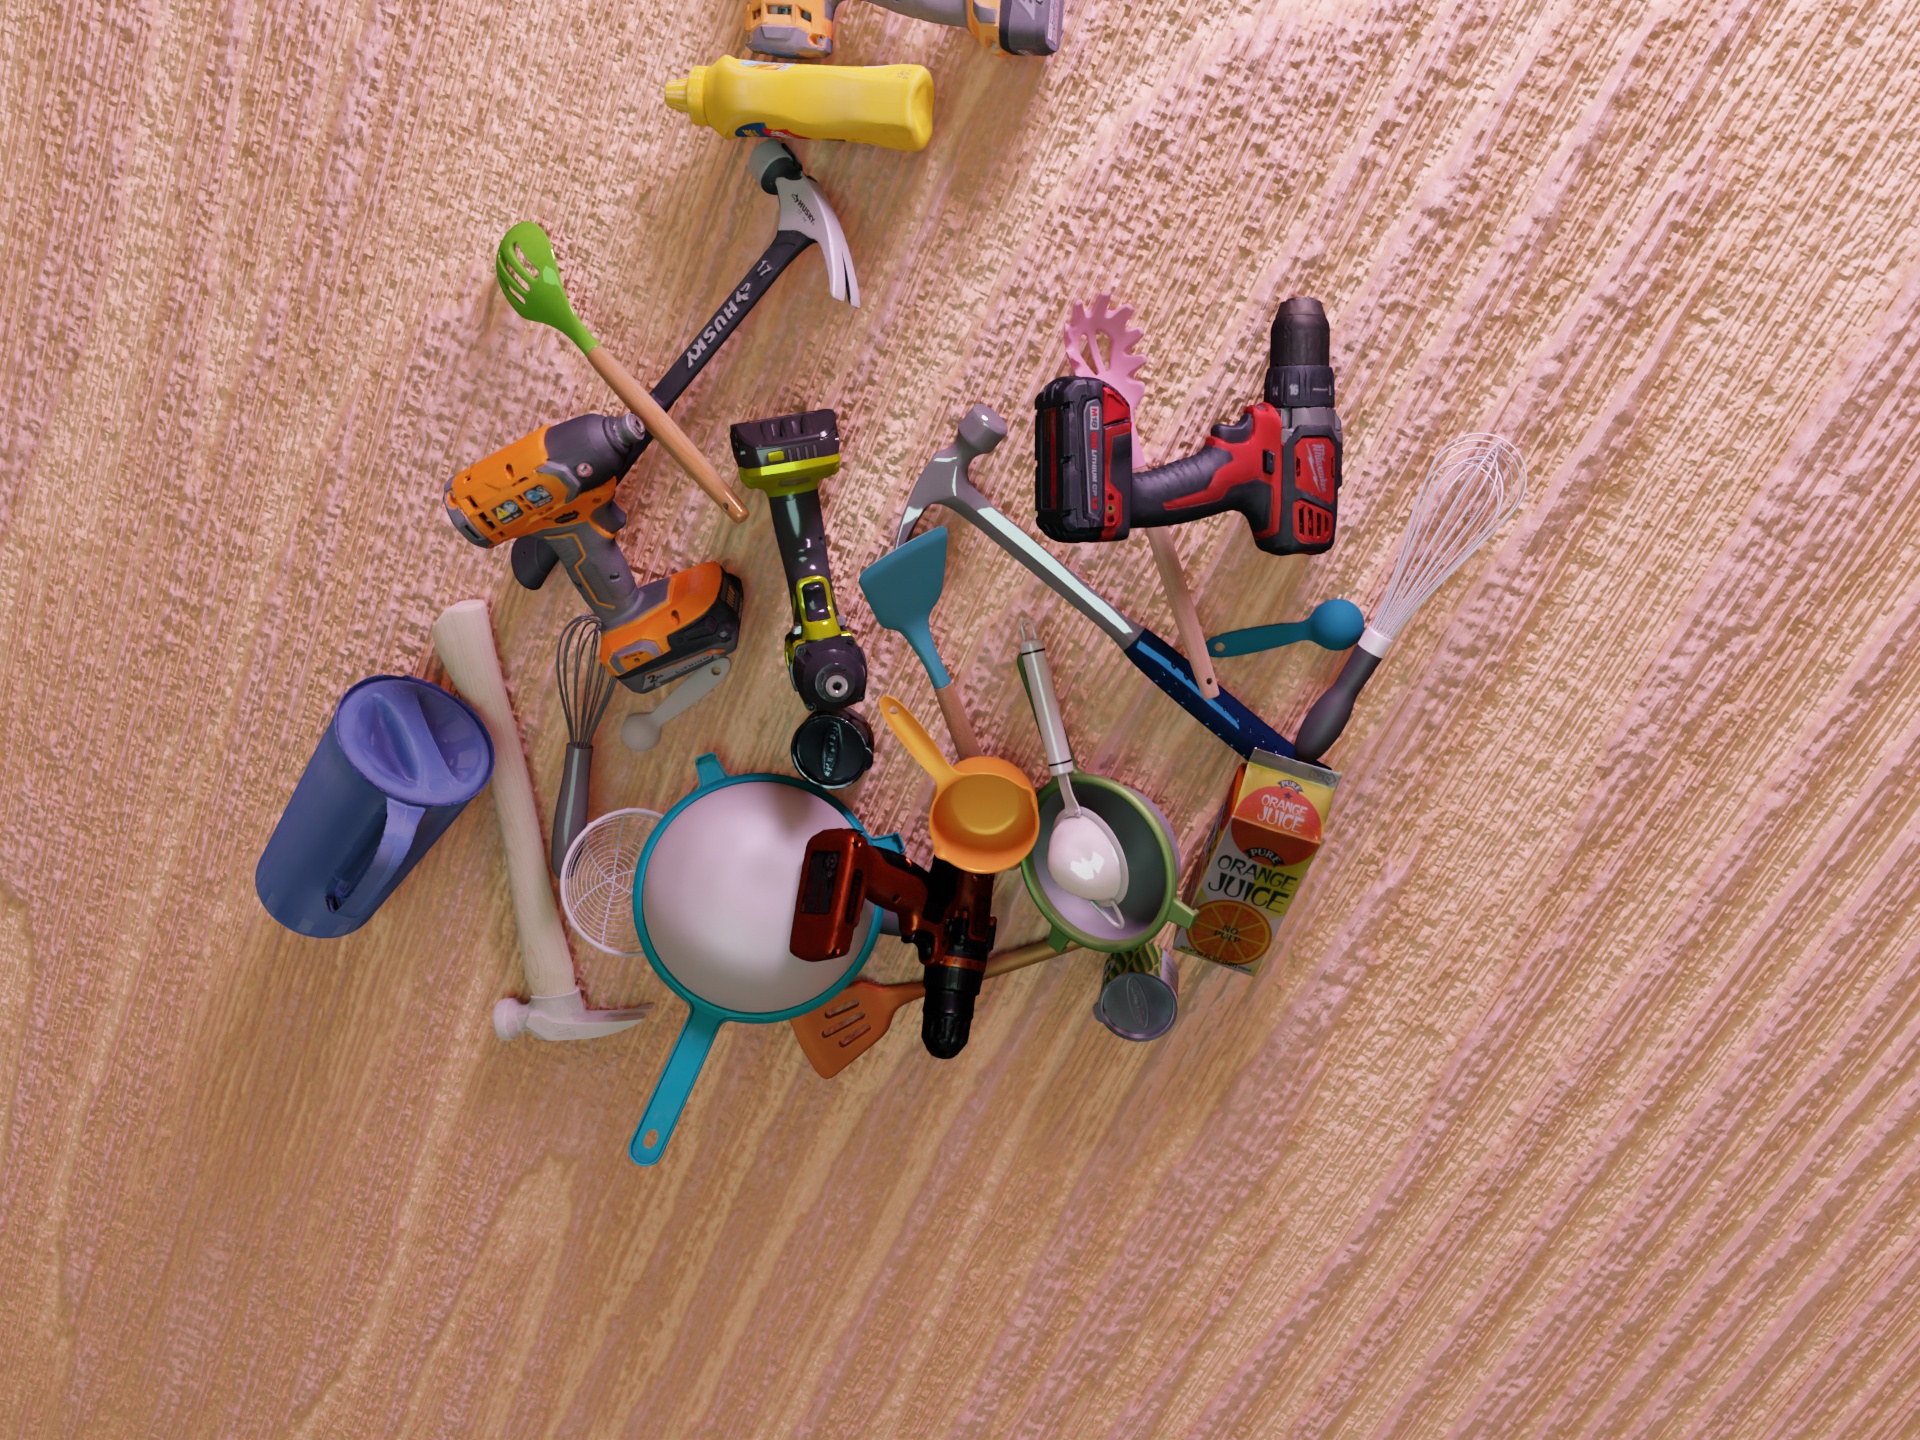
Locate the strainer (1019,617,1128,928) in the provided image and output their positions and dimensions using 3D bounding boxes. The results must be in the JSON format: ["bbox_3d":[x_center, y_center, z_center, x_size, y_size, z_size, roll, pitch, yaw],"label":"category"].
[{"bbox_3d":[0.079,0.045,1.252,0.087,0.050,0.258,-12,92,55],"label":"strainer"}]

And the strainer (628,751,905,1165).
[{"bbox_3d":[-0.188,0.196,1.282,0.211,0.095,0.340,24,74,-2],"label":"strainer"}]

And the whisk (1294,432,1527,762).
[{"bbox_3d":[0.333,-0.086,1.204,0.070,0.070,0.284,28,108,-1],"label":"whisk"}]

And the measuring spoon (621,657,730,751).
[{"bbox_3d":[-0.243,-0.014,1.354,0.124,0.018,0.034,-37,99,18],"label":"measuring spoon"}]

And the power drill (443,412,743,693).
[{"bbox_3d":[-0.264,-0.136,1.235,0.164,0.084,0.226,-24,130,20],"label":"power drill"}]

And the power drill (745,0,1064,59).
[{"bbox_3d":[-0.040,-0.557,1.107,0.226,0.084,0.185,8,108,11],"label":"power drill"}]

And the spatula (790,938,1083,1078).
[{"bbox_3d":[0.007,0.226,1.383,0.322,0.041,0.081,-21,103,14],"label":"spatula"}]

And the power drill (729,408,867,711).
[{"bbox_3d":[-0.116,-0.121,1.219,0.080,0.171,0.223,-11,103,-7],"label":"power drill"}]

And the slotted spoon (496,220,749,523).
[{"bbox_3d":[-0.262,-0.264,1.209,0.314,0.031,0.070,48,126,13],"label":"slotted spoon"}]

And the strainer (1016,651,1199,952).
[{"bbox_3d":[0.108,0.059,1.303,0.151,0.069,0.256,-19,89,41],"label":"strainer"}]

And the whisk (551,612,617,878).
[{"bbox_3d":[-0.325,0.024,1.352,0.055,0.055,0.239,11,103,5],"label":"whisk"}]

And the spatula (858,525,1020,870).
[{"bbox_3d":[-0.002,-0.004,1.280,0.082,0.044,0.317,-32,118,-20],"label":"spatula"}]

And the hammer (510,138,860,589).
[{"bbox_3d":[-0.229,-0.248,1.241,0.409,0.036,0.149,-44,64,24],"label":"hammer"}]

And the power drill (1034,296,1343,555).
[{"bbox_3d":[0.172,-0.213,1.158,0.226,0.080,0.188,-2,98,-13],"label":"power drill"}]

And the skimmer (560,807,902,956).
[{"bbox_3d":[-0.154,0.157,1.359,0.363,0.090,0.127,8,81,5],"label":"skimmer"}]

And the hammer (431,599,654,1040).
[{"bbox_3d":[-0.381,0.094,1.405,0.146,0.038,0.410,-6,107,10],"label":"hammer"}]

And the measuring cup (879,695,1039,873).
[{"bbox_3d":[-0.006,0.040,1.262,0.095,0.052,0.173,-35,104,14],"label":"measuring cup"}]

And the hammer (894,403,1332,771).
[{"bbox_3d":[0.125,-0.068,1.262,0.405,0.035,0.144,39,116,-6],"label":"hammer"}]

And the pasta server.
[{"bbox_3d":[0.144,-0.166,1.207,0.060,0.040,0.316,-20,96,-8],"label":"pasta server"}]

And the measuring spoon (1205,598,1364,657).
[{"bbox_3d":[0.253,-0.065,1.253,0.128,0.021,0.042,-11,107,14],"label":"measuring spoon"}]
